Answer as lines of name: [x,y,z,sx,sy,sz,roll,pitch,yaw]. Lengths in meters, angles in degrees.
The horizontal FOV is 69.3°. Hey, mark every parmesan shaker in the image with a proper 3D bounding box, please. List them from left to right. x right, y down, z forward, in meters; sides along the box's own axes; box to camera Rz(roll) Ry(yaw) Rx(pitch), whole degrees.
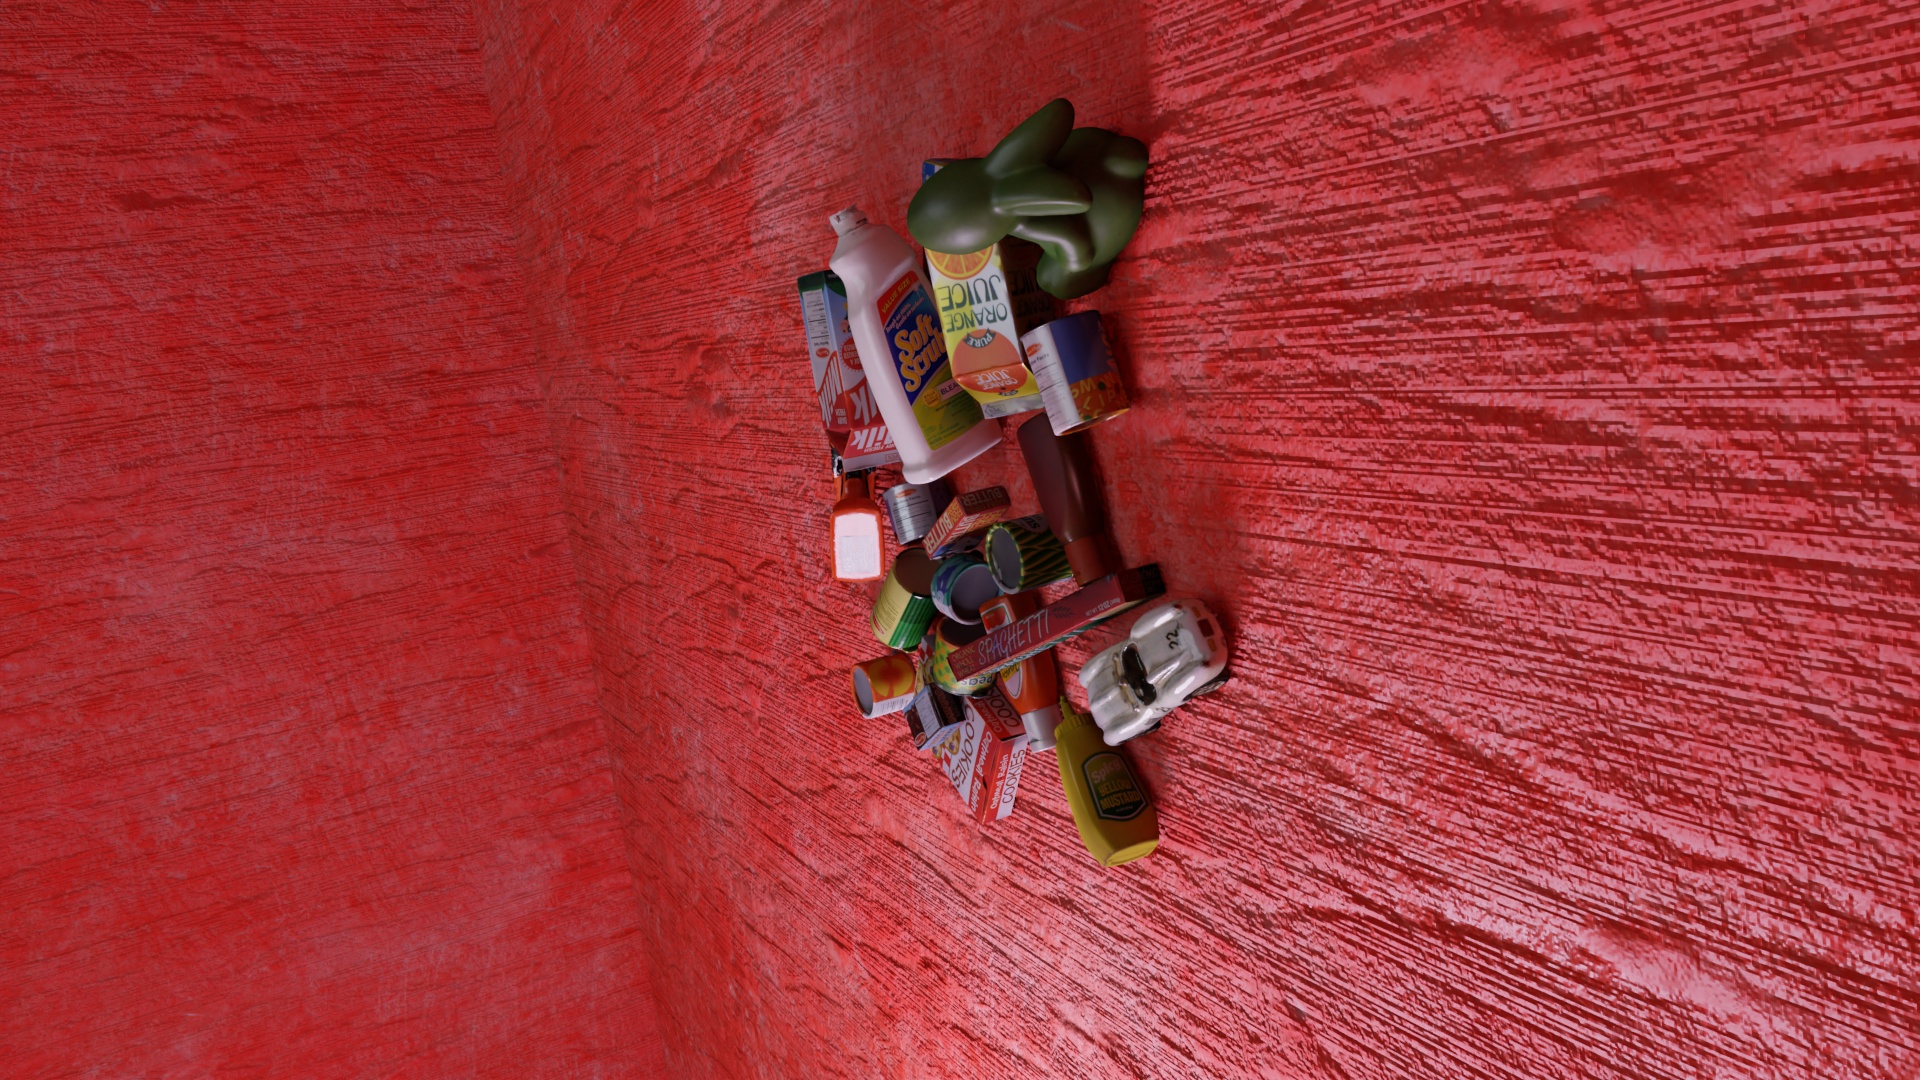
parmesan shaker: [-0.051,0.064,1.476,0.071,0.071,0.102,63,149,26]

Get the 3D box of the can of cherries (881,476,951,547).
can of cherries: [-0.039,-0.029,1.418,0.071,0.072,0.058,-30,75,62]

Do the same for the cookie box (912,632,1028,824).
cookie box: [0.005,0.193,1.449,0.168,0.040,0.122,50,142,42]

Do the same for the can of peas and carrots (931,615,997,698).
can of peas and carrots: [0.007,0.114,1.383,0.071,0.071,0.058,44,138,47]

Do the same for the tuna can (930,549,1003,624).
tuna can: [0.009,0.045,1.355,0.033,0.071,0.070,28,125,55]

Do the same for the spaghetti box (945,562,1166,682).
spaghetti box: [0.076,0.074,1.200,0.249,0.050,0.029,-31,73,50]

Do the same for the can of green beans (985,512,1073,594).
can of green beans: [0.063,0.010,1.242,0.071,0.058,0.071,34,130,53]

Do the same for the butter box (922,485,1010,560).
butter box: [0.005,-0.017,1.347,0.024,0.053,0.103,66,151,17]

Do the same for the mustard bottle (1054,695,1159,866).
mustard bottle: [0.117,0.203,1.215,0.048,0.065,0.161,109,144,-52]

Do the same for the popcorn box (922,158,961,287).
popcorn box: [0.001,-0.278,1.260,0.085,0.038,0.126,34,131,53]

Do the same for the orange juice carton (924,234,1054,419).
orange juice carton: [0.029,-0.201,1.170,0.071,0.073,0.192,-7,100,33]

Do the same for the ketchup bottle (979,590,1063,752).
ketchup bottle: [0.063,0.123,1.305,0.064,0.044,0.149,-31,74,58]

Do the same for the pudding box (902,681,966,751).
pudding box: [-0.028,0.179,1.428,0.050,0.030,0.083,68,152,18]

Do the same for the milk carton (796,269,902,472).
milk carton: [-0.096,-0.164,1.327,0.073,0.072,0.190,8,109,62]

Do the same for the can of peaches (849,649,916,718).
can of peaches: [-0.089,0.165,1.600,0.071,0.058,0.071,35,132,52]

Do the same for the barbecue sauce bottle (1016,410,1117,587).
barbecue sauce bottle: [0.093,-0.035,1.181,0.064,0.044,0.148,-36,70,62]

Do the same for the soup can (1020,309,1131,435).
soup can: [0.095,-0.134,1.110,0.071,0.071,0.084,-24,85,63]
